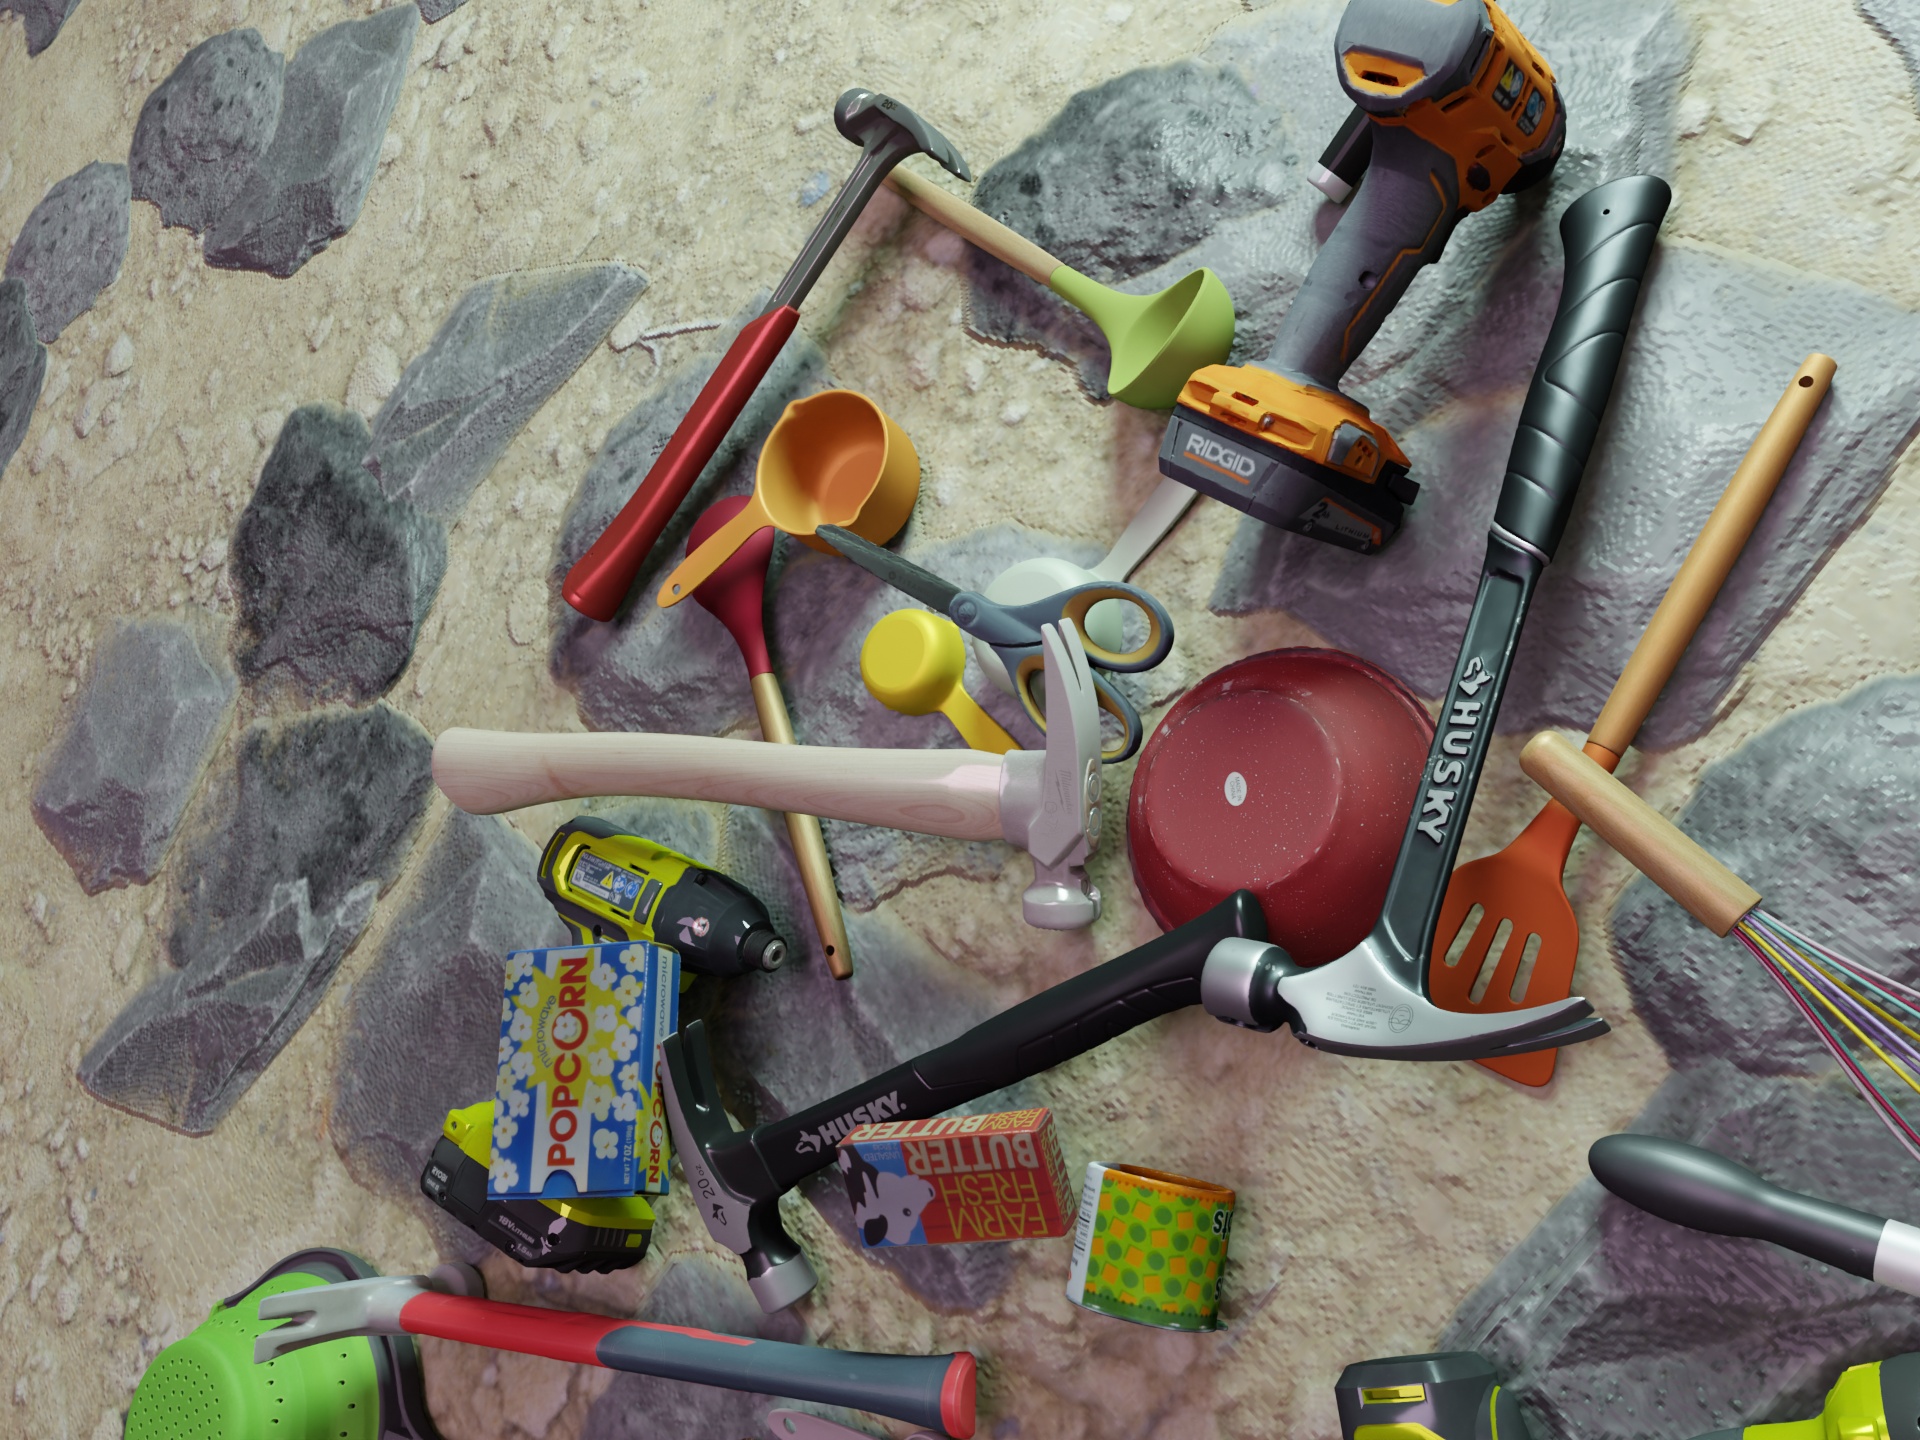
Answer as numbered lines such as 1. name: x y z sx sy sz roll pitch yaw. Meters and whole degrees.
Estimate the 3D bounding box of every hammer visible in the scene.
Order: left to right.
1. hammer: -0.172 0.316 0.796 0.386 0.143 0.038 -4 78 28
2. hammer: -0.119 0.018 0.839 0.411 0.038 0.146 2 100 27
3. hammer: -0.128 -0.205 0.948 0.359 0.036 0.149 -53 38 14
4. hammer: -0.004 0.159 0.741 0.335 0.035 0.146 -31 85 26
5. hammer: 0.227 -0.055 0.646 0.149 0.036 0.409 6 67 42

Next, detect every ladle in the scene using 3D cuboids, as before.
1. ladle: -0.107 0.000 0.906 0.069 0.031 0.316 -30 64 23
2. ladle: 0.032 -0.259 0.875 0.078 0.062 0.320 -53 53 9

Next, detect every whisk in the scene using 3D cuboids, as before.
1. whisk: 0.306 0.088 0.585 0.047 0.051 0.245 -31 60 -24
2. whisk: 0.352 0.191 0.531 0.285 0.070 0.070 12 83 40

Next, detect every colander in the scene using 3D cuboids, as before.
1. colander: -0.356 0.421 0.899 0.397 0.094 0.204 0 76 33

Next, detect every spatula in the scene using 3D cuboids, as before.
1. spatula: 0.279 -0.006 0.659 0.081 0.041 0.322 29 89 35

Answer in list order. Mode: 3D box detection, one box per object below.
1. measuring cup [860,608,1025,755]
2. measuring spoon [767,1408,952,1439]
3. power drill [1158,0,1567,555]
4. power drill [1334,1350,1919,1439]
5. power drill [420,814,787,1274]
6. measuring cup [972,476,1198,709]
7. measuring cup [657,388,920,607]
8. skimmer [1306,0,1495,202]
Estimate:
1. measuring cup: -0.001 -0.003 0.833 0.062 0.029 0.157 -50 54 11
2. measuring spoon: -0.045 0.349 0.770 0.124 0.018 0.034 -5 96 39
3. power drill: 0.191 -0.193 0.705 0.084 0.164 0.226 33 107 35
4. power drill: 0.252 0.315 0.548 0.228 0.080 0.191 -19 66 30
5. power drill: -0.194 0.179 0.879 0.171 0.080 0.223 18 83 36
6. measuring cup: 0.069 -0.081 0.805 0.167 0.038 0.083 -51 56 13
7. measuring cup: -0.098 -0.112 0.913 0.173 0.052 0.095 -37 60 17
8. skimmer: 0.302 -0.397 0.755 0.363 0.090 0.127 -53 57 21
